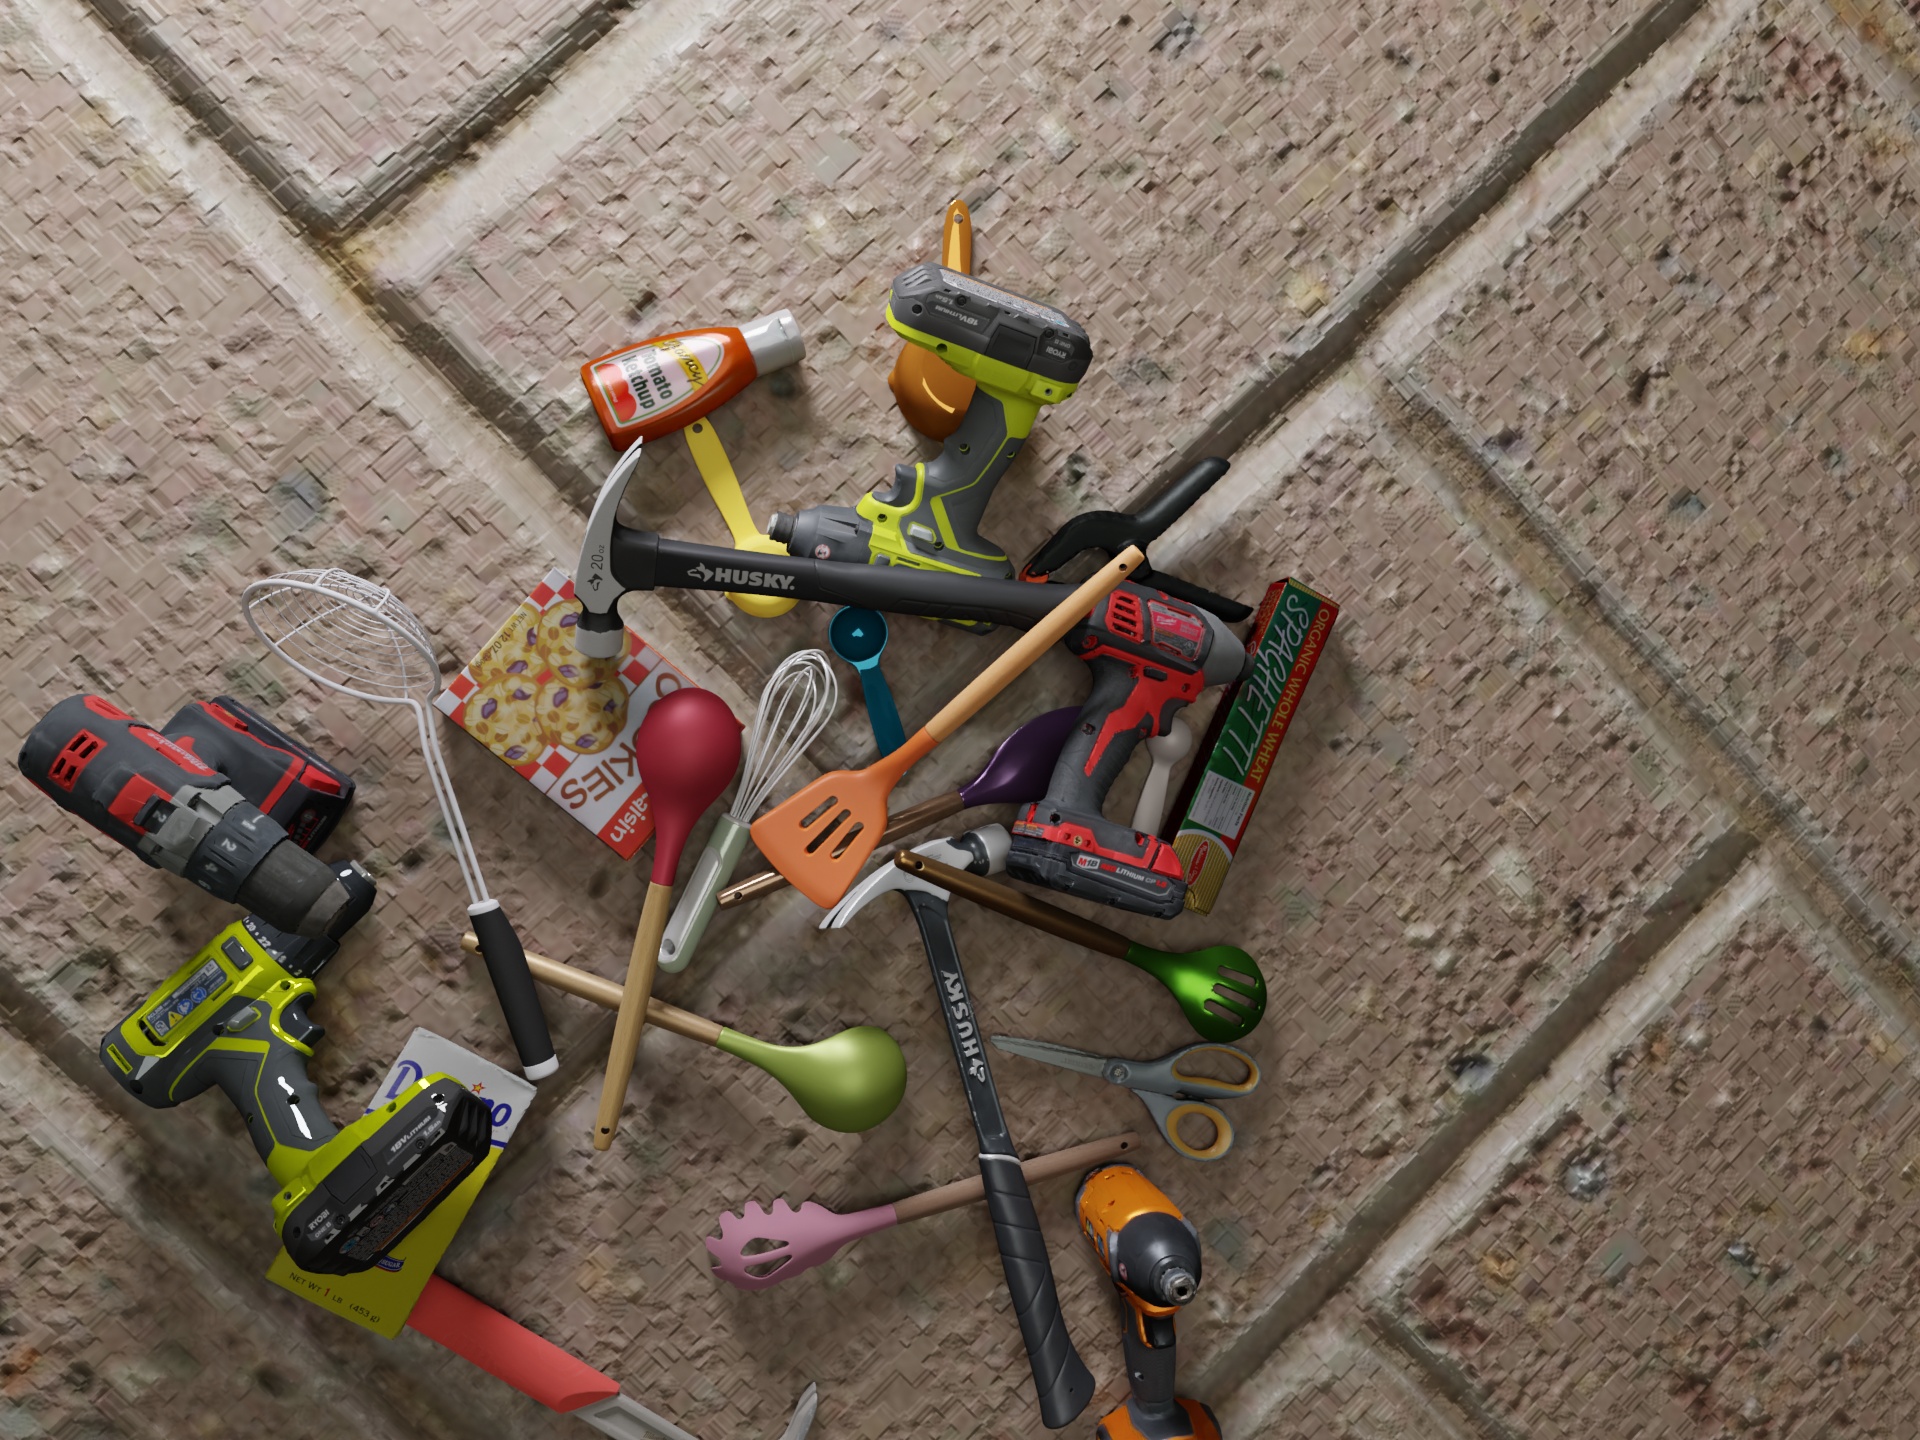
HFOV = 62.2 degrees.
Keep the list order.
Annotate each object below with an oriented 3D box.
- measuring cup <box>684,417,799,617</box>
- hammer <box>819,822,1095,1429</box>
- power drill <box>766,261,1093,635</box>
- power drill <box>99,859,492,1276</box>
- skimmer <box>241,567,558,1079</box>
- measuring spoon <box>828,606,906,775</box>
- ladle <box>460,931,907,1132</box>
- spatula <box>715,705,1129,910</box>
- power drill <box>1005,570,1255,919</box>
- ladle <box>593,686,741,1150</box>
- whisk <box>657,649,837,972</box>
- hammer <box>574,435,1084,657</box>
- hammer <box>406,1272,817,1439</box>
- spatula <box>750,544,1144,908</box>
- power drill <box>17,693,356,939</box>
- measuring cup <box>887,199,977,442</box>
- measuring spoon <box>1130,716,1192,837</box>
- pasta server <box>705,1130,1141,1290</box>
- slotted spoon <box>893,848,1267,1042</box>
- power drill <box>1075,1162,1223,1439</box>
[{"bbox_3d":[-0.156,-0.146,1.102,0.062,0.029,0.156,-25,94,-8],"label":"measuring cup"},{"bbox_3d":[0.018,0.285,1.095,0.149,0.036,0.409,-15,90,-31],"label":"hammer"},{"bbox_3d":[-0.020,-0.179,1.062,0.171,0.080,0.223,16,114,-15],"label":"power drill"},{"bbox_3d":[-0.404,0.212,1.005,0.229,0.080,0.190,40,73,22],"label":"power drill"},{"bbox_3d":[-0.350,0.074,1.022,0.090,0.127,0.363,-27,103,-51],"label":"skimmer"},{"bbox_3d":[-0.061,-0.021,1.128,0.042,0.021,0.128,-18,102,-9],"label":"measuring spoon"},{"bbox_3d":[-0.189,0.205,1.098,0.320,0.062,0.078,21,98,-2],"label":"ladle"},{"bbox_3d":[-0.024,0.063,1.119,0.316,0.018,0.060,-23,93,-15],"label":"spatula"},{"bbox_3d":[0.122,0.019,1.103,0.143,0.078,0.220,18,83,-21],"label":"power drill"},{"bbox_3d":[-0.206,0.133,1.060,0.069,0.031,0.315,12,92,-10],"label":"ladle"},{"bbox_3d":[-0.150,0.062,1.097,0.058,0.059,0.246,26,90,30],"label":"whisk"},{"bbox_3d":[-0.080,-0.095,1.042,0.334,0.035,0.146,6,121,-11],"label":"hammer"},{"bbox_3d":[-0.278,0.435,1.081,0.359,0.037,0.149,35,85,-8],"label":"hammer"},{"bbox_3d":[-0.002,-0.003,1.061,0.322,0.041,0.081,-42,98,14],"label":"spatula"},{"bbox_3d":[-0.436,0.057,0.959,0.188,0.227,0.080,36,85,-7],"label":"power drill"},{"bbox_3d":[0.000,-0.284,1.115,0.095,0.052,0.173,1,92,-9],"label":"measuring cup"},{"bbox_3d":[0.142,0.057,1.156,0.034,0.018,0.124,16,88,-9],"label":"measuring spoon"},{"bbox_3d":[-0.022,0.340,1.128,0.316,0.040,0.060,-13,92,-13],"label":"pasta server"},{"bbox_3d":[0.092,0.153,1.112,0.313,0.031,0.070,24,79,-19],"label":"slotted spoon"},{"bbox_3d":[0.136,0.435,1.084,0.084,0.164,0.226,-8,93,-9],"label":"power drill"}]
